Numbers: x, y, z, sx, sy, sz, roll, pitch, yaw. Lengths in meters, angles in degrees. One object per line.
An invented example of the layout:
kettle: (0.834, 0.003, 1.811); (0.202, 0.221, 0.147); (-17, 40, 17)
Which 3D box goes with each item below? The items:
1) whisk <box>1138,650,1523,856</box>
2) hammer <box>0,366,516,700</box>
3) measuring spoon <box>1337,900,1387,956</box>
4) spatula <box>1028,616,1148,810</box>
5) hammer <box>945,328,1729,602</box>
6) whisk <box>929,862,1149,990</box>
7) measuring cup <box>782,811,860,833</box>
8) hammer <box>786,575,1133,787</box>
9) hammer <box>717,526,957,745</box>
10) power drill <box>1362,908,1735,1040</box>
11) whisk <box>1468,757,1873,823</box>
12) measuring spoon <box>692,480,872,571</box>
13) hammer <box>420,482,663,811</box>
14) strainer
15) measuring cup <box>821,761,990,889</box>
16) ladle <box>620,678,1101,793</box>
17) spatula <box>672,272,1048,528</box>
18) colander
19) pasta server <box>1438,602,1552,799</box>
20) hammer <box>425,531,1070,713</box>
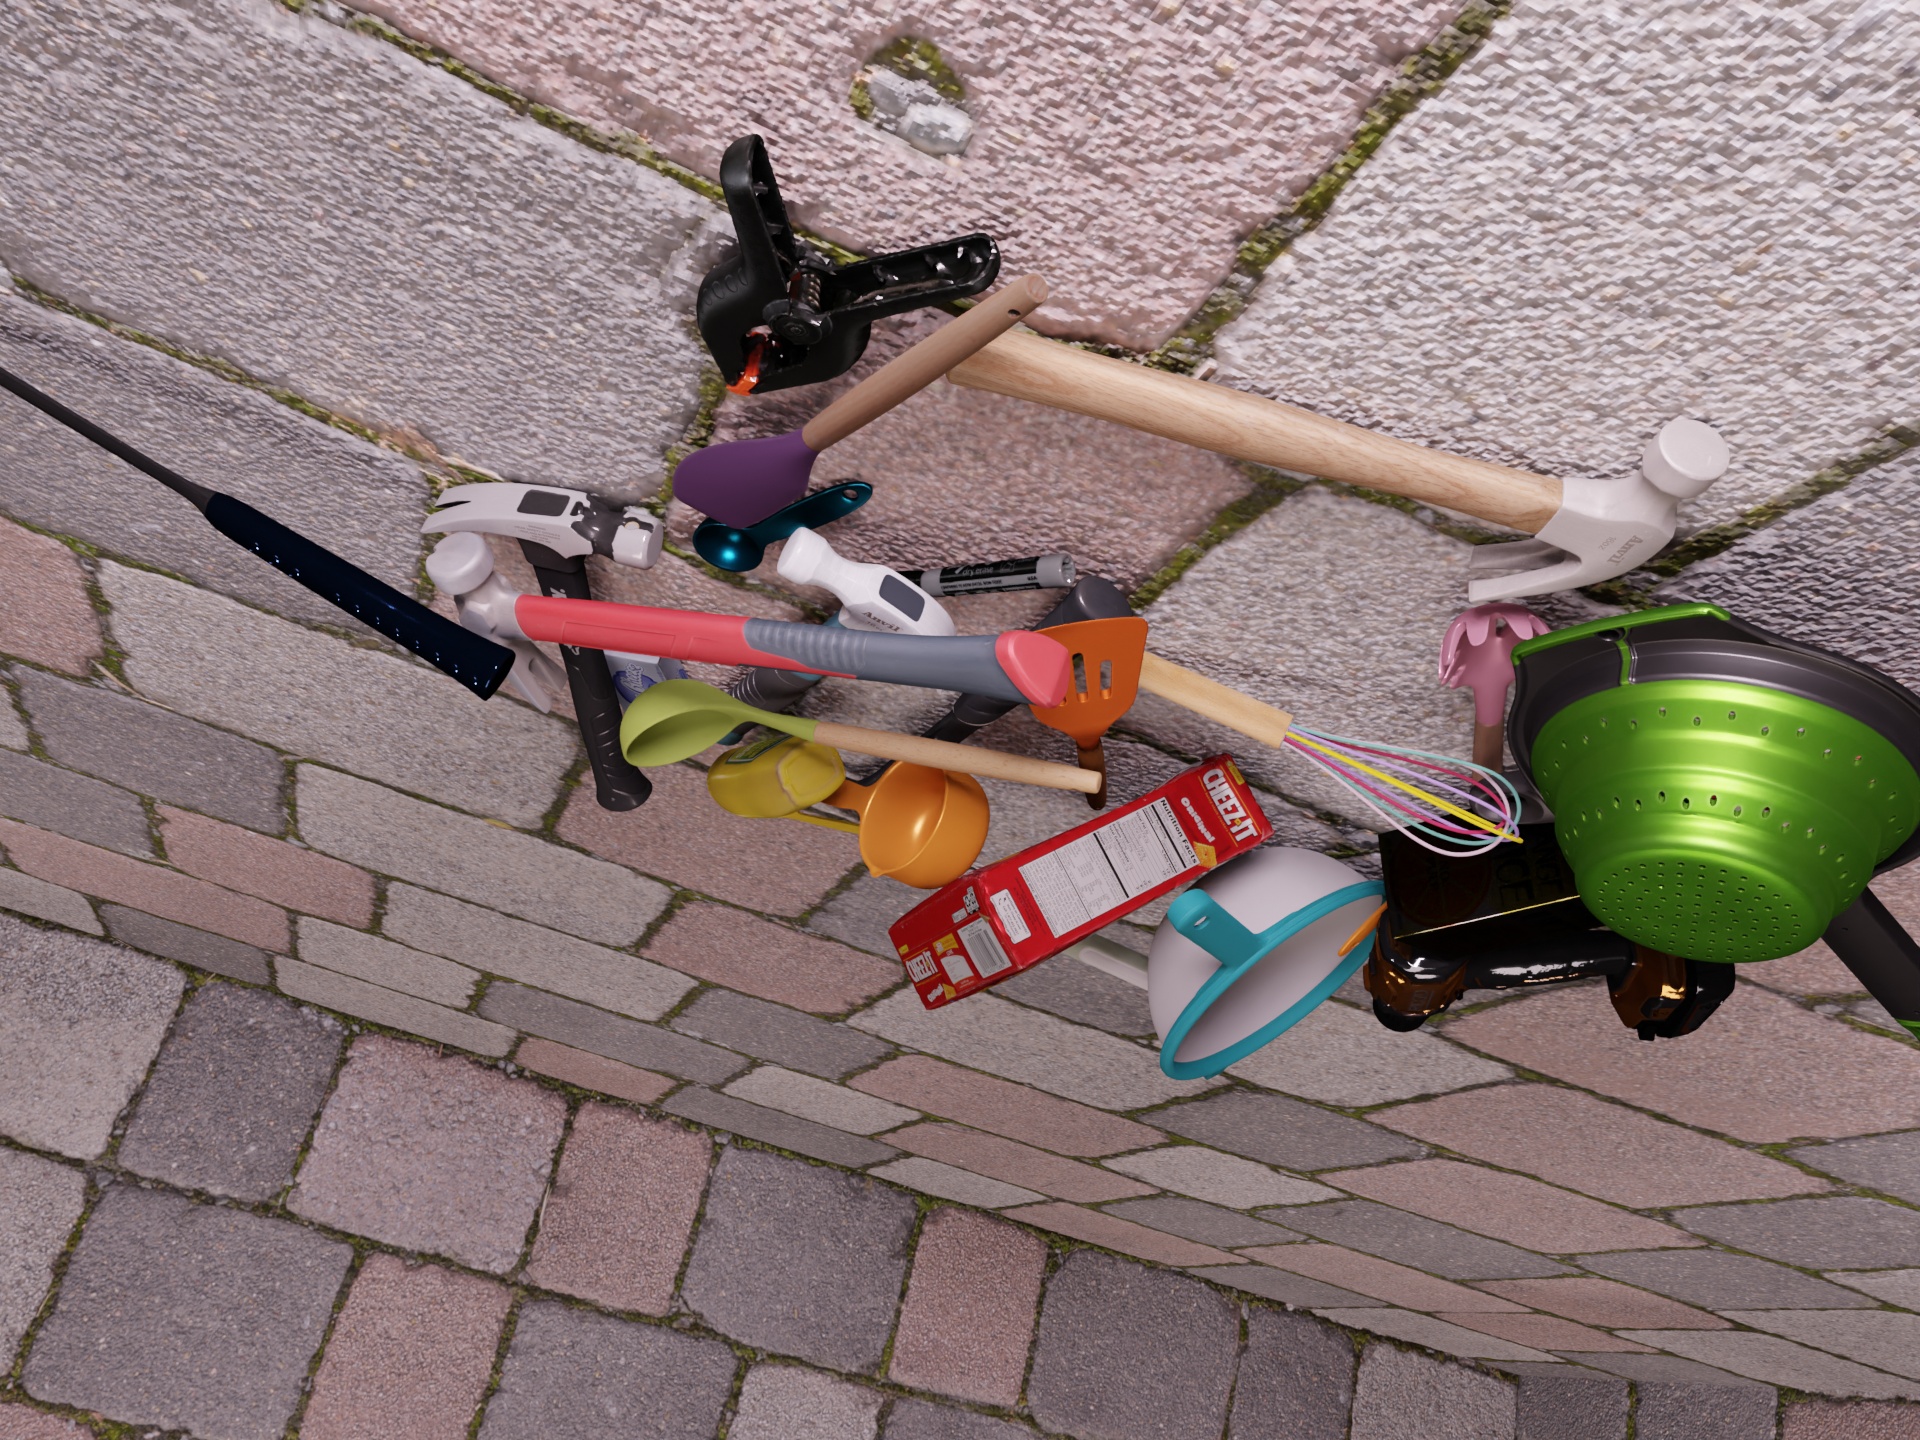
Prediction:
whisk: (0.209, 0.015, 0.920); (0.245, 0.047, 0.051); (25, 126, 13)
hammer: (-0.448, -0.130, 0.936); (0.405, 0.035, 0.144); (32, 154, -6)
measuring spoon: (0.305, 0.128, 1.107); (0.021, 0.011, 0.117); (8, 129, -52)
spatula: (0.081, 0.009, 1.002); (0.081, 0.041, 0.322); (-10, 164, 4)
hammer: (0.155, -0.125, 0.721); (0.331, 0.031, 0.130); (15, 155, 0)
whisk: (0.077, 0.172, 1.285); (0.246, 0.059, 0.057); (21, 130, 33)
measuring cup: (-0.116, 0.068, 1.287); (0.156, 0.029, 0.062); (16, 158, -33)
hammer: (-0.002, -0.003, 1.056); (0.149, 0.036, 0.409); (23, 153, -15)
hammer: (-0.107, -0.034, 1.023); (0.128, 0.033, 0.331); (27, 157, -18)
power drill: (0.399, 0.179, 1.118); (0.226, 0.084, 0.185); (-2, 153, 8)
whisk: (0.421, 0.034, 0.852); (0.296, 0.073, 0.073); (-6, 148, 35)
measuring spoon: (-0.098, -0.117, 0.899); (0.128, 0.021, 0.042); (-17, 136, 34)
hammer: (-0.257, -0.036, 1.070); (0.146, 0.035, 0.334); (13, 146, 6)
strainer: (0.182, 0.139, 1.098); (0.095, 0.211, 0.340); (53, -173, 30)
measuring cup: (-0.045, 0.066, 1.106); (0.052, 0.095, 0.174); (29, 170, -33)
ladle: (-0.069, 0.024, 1.007); (0.320, 0.062, 0.078); (10, 169, 18)
spatula: (-0.059, -0.145, 0.761); (0.059, 0.018, 0.316); (27, 156, -28)
colander: (0.419, 0.099, 0.806); (0.396, 0.094, 0.204); (39, 148, -26)
pasta server: (0.307, 0.016, 0.923); (0.060, 0.040, 0.316); (-6, 151, 14)
hammer: (-0.120, -0.036, 0.915); (0.386, 0.038, 0.143); (8, 147, 23)
